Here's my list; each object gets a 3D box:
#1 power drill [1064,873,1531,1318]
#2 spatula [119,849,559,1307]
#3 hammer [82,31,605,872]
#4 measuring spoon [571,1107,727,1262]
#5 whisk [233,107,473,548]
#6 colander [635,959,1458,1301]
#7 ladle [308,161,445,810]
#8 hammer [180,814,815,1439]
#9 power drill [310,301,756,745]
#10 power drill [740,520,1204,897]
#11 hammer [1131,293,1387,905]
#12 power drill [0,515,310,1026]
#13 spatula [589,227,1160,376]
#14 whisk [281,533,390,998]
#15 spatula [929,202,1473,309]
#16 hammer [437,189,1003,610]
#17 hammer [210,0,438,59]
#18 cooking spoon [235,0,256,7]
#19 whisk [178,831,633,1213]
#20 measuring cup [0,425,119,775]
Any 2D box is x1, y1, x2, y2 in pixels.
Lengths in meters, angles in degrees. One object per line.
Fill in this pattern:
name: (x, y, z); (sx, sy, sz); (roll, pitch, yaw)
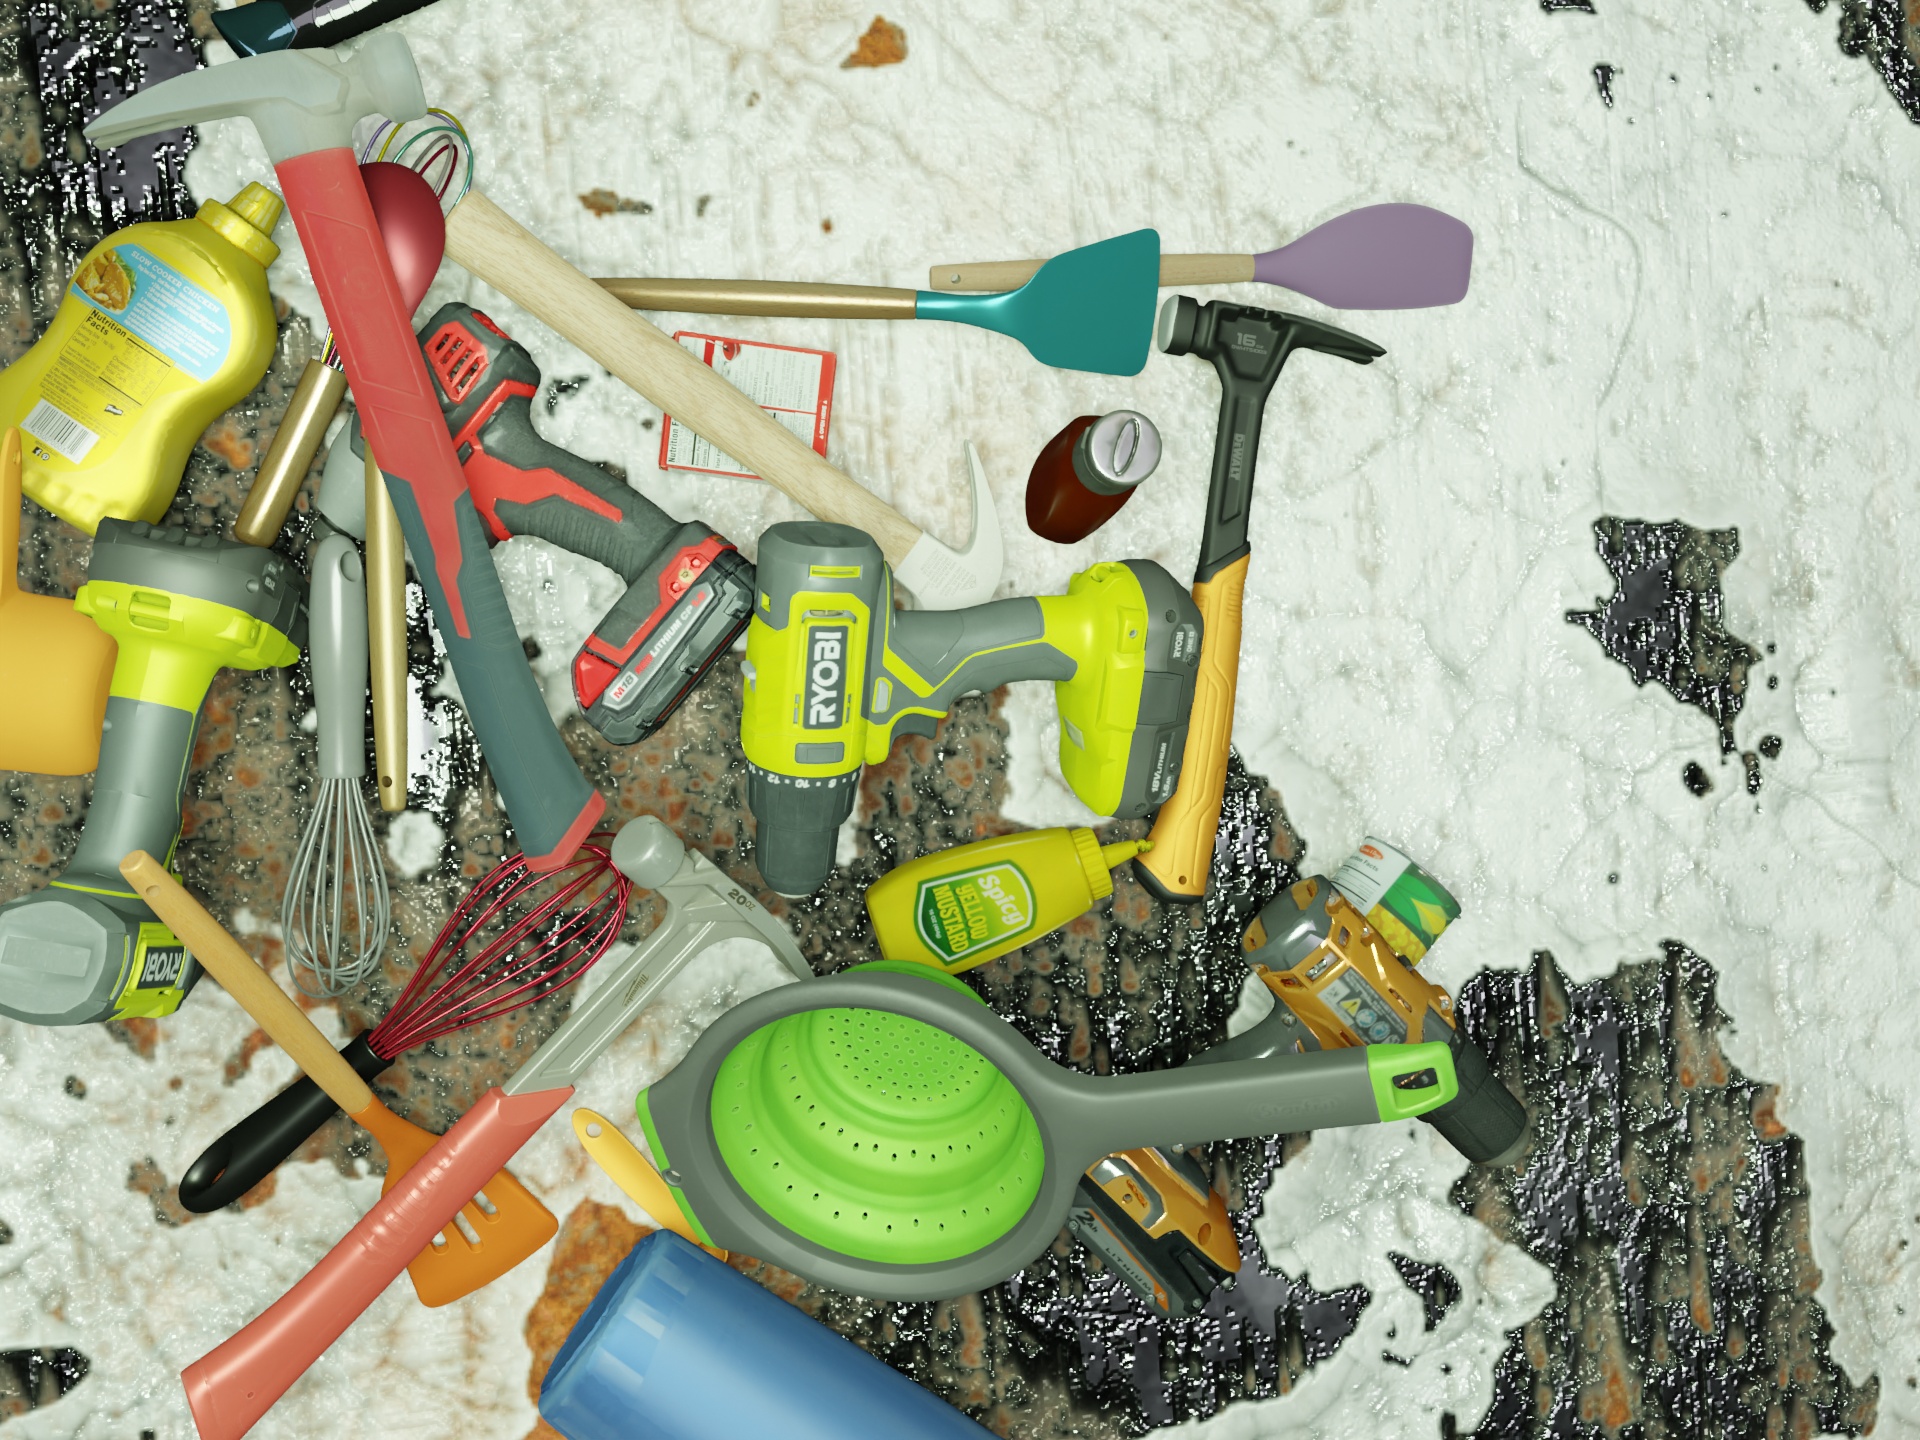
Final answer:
power drill: (0.173, 0.217, 0.850); (0.185, 0.084, 0.226); (45, 101, -7)
spatula: (-0.299, 0.175, 0.762); (0.081, 0.041, 0.322); (-30, 132, -10)
hammer: (-0.265, -0.108, 0.740); (0.143, 0.038, 0.386); (-18, 101, -12)
measuring spoon: (-0.169, 0.254, 0.864); (0.021, 0.011, 0.117); (-43, 93, 0)
whisk: (-0.312, -0.200, 0.822); (0.051, 0.047, 0.245); (26, 91, 4)
colander: (0.040, 0.177, 0.797); (0.397, 0.095, 0.204); (-11, 115, 16)
ladle: (-0.280, -0.113, 0.769); (0.069, 0.031, 0.315); (0, 94, 6)
hammer: (-0.233, 0.215, 0.790); (0.359, 0.037, 0.149); (-46, 132, -9)
power drill: (-0.219, -0.093, 0.816); (0.219, 0.078, 0.143); (41, 93, -3)
power drill: (-0.001, -0.003, 0.821); (0.228, 0.080, 0.190); (-1, 112, -19)
hammer: (0.151, -0.063, 0.894); (0.127, 0.034, 0.337); (9, 90, -8)
power drill: (-0.380, 0.029, 0.758); (0.080, 0.171, 0.223); (12, 81, -7)
spatula: (-0.049, -0.227, 0.860); (0.317, 0.044, 0.082); (2, 121, -1)
whisk: (-0.316, 0.026, 0.804); (0.055, 0.055, 0.239); (2, 98, -8)
spatula: (0.139, -0.256, 0.895); (0.316, 0.018, 0.059); (-5, 113, -8)
hammer: (-0.117, -0.156, 0.818); (0.331, 0.031, 0.130); (36, 95, -14)
hammer: (-0.223, -0.413, 0.824); (0.331, 0.033, 0.128); (-30, 94, -11)
cooking spoon: (-0.379, -0.433, 0.818); (0.068, 0.017, 0.319); (-13, 92, -7)
whisk: (-0.285, 0.156, 0.820); (0.296, 0.073, 0.073); (-39, 96, 0)
measuring cup: (-0.430, -0.053, 0.762); (0.052, 0.095, 0.173); (10, 115, -11)
